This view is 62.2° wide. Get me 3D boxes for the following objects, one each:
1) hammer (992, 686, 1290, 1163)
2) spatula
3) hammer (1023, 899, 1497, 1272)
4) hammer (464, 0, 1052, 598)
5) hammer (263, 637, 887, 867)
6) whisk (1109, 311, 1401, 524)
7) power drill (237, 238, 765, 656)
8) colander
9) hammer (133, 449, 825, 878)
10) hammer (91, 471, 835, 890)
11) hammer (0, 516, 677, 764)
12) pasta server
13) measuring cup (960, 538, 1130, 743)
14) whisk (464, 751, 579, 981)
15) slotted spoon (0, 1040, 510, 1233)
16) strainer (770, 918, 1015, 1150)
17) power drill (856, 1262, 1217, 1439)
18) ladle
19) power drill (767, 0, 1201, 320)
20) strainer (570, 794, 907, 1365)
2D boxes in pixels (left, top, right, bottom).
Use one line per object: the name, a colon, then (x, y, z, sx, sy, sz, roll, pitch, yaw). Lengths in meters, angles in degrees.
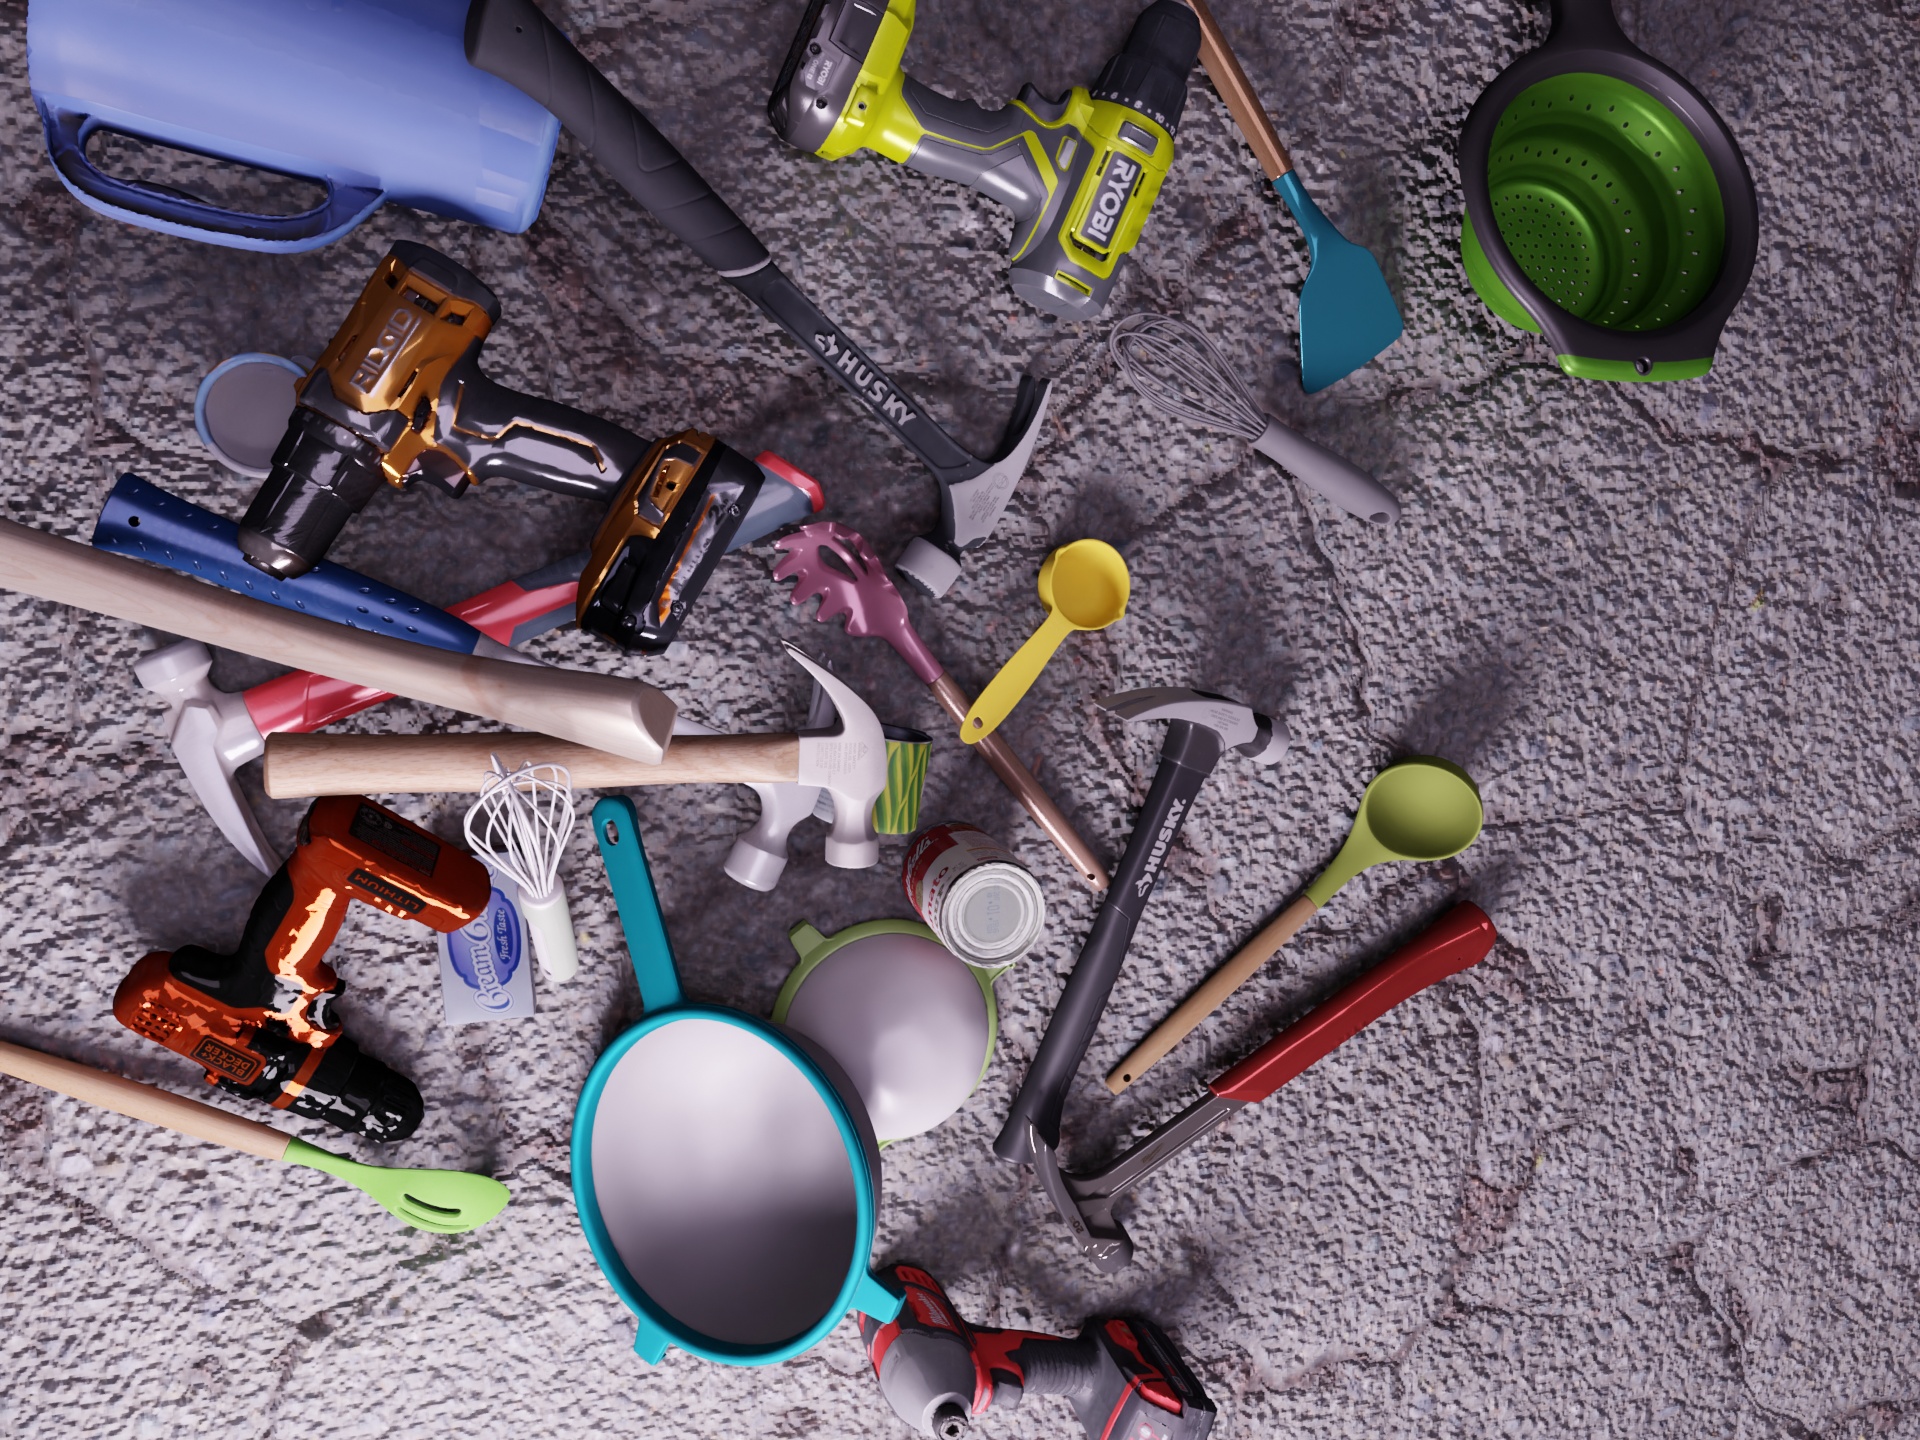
hammer: (0.096, 0.135, 1.031, 0.146, 0.035, 0.335, 18, 98, -37)
spatula: (0.183, -0.361, 0.994, 0.082, 0.044, 0.317, -34, 101, -7)
hammer: (0.212, 0.226, 1.077, 0.359, 0.037, 0.149, -32, 125, -10)
hammer: (-0.100, -0.239, 0.867, 0.408, 0.036, 0.149, 40, 82, -36)
hammer: (-0.203, 0.019, 0.873, 0.331, 0.031, 0.130, 0, 103, -16)
whisk: (0.194, -0.188, 1.013, 0.238, 0.055, 0.055, 28, 91, -22)
power drill: (-0.240, -0.115, 0.825, 0.226, 0.084, 0.185, 31, 80, -9)
colander: (0.381, -0.393, 1.018, 0.204, 0.094, 0.397, -2, 82, -15)
hammer: (-0.253, -0.047, 0.918, 0.386, 0.038, 0.143, -24, 106, -10)
hammer: (-0.258, -0.039, 0.880, 0.405, 0.035, 0.144, 23, 95, -20)
hammer: (-0.348, -0.040, 0.804, 0.410, 0.146, 0.038, 16, 56, -5)
pasta server: (-0.002, -0.003, 0.994, 0.060, 0.040, 0.316, -28, 112, 29)
measuring cup: (0.046, -0.048, 0.992, 0.062, 0.029, 0.156, 43, 77, -19)
whisk: (-0.230, 0.089, 0.865, 0.059, 0.246, 0.058, -32, 68, -24)
slotted spoon: (-0.416, 0.241, 0.921, 0.313, 0.031, 0.070, 23, 134, -13)
strainer: (-0.052, 0.257, 1.006, 0.151, 0.069, 0.256, 10, 95, -17)
power drill: (0.045, 0.429, 1.025, 0.219, 0.143, 0.078, 22, 95, -20)
ladle: (0.221, 0.142, 1.070, 0.320, 0.062, 0.078, -42, 99, -2)
power drill: (0.023, -0.366, 0.922, 0.228, 0.080, 0.190, 22, 93, -20)
strainer: (-0.143, 0.205, 0.962, 0.211, 0.095, 0.340, -21, 83, 27)
